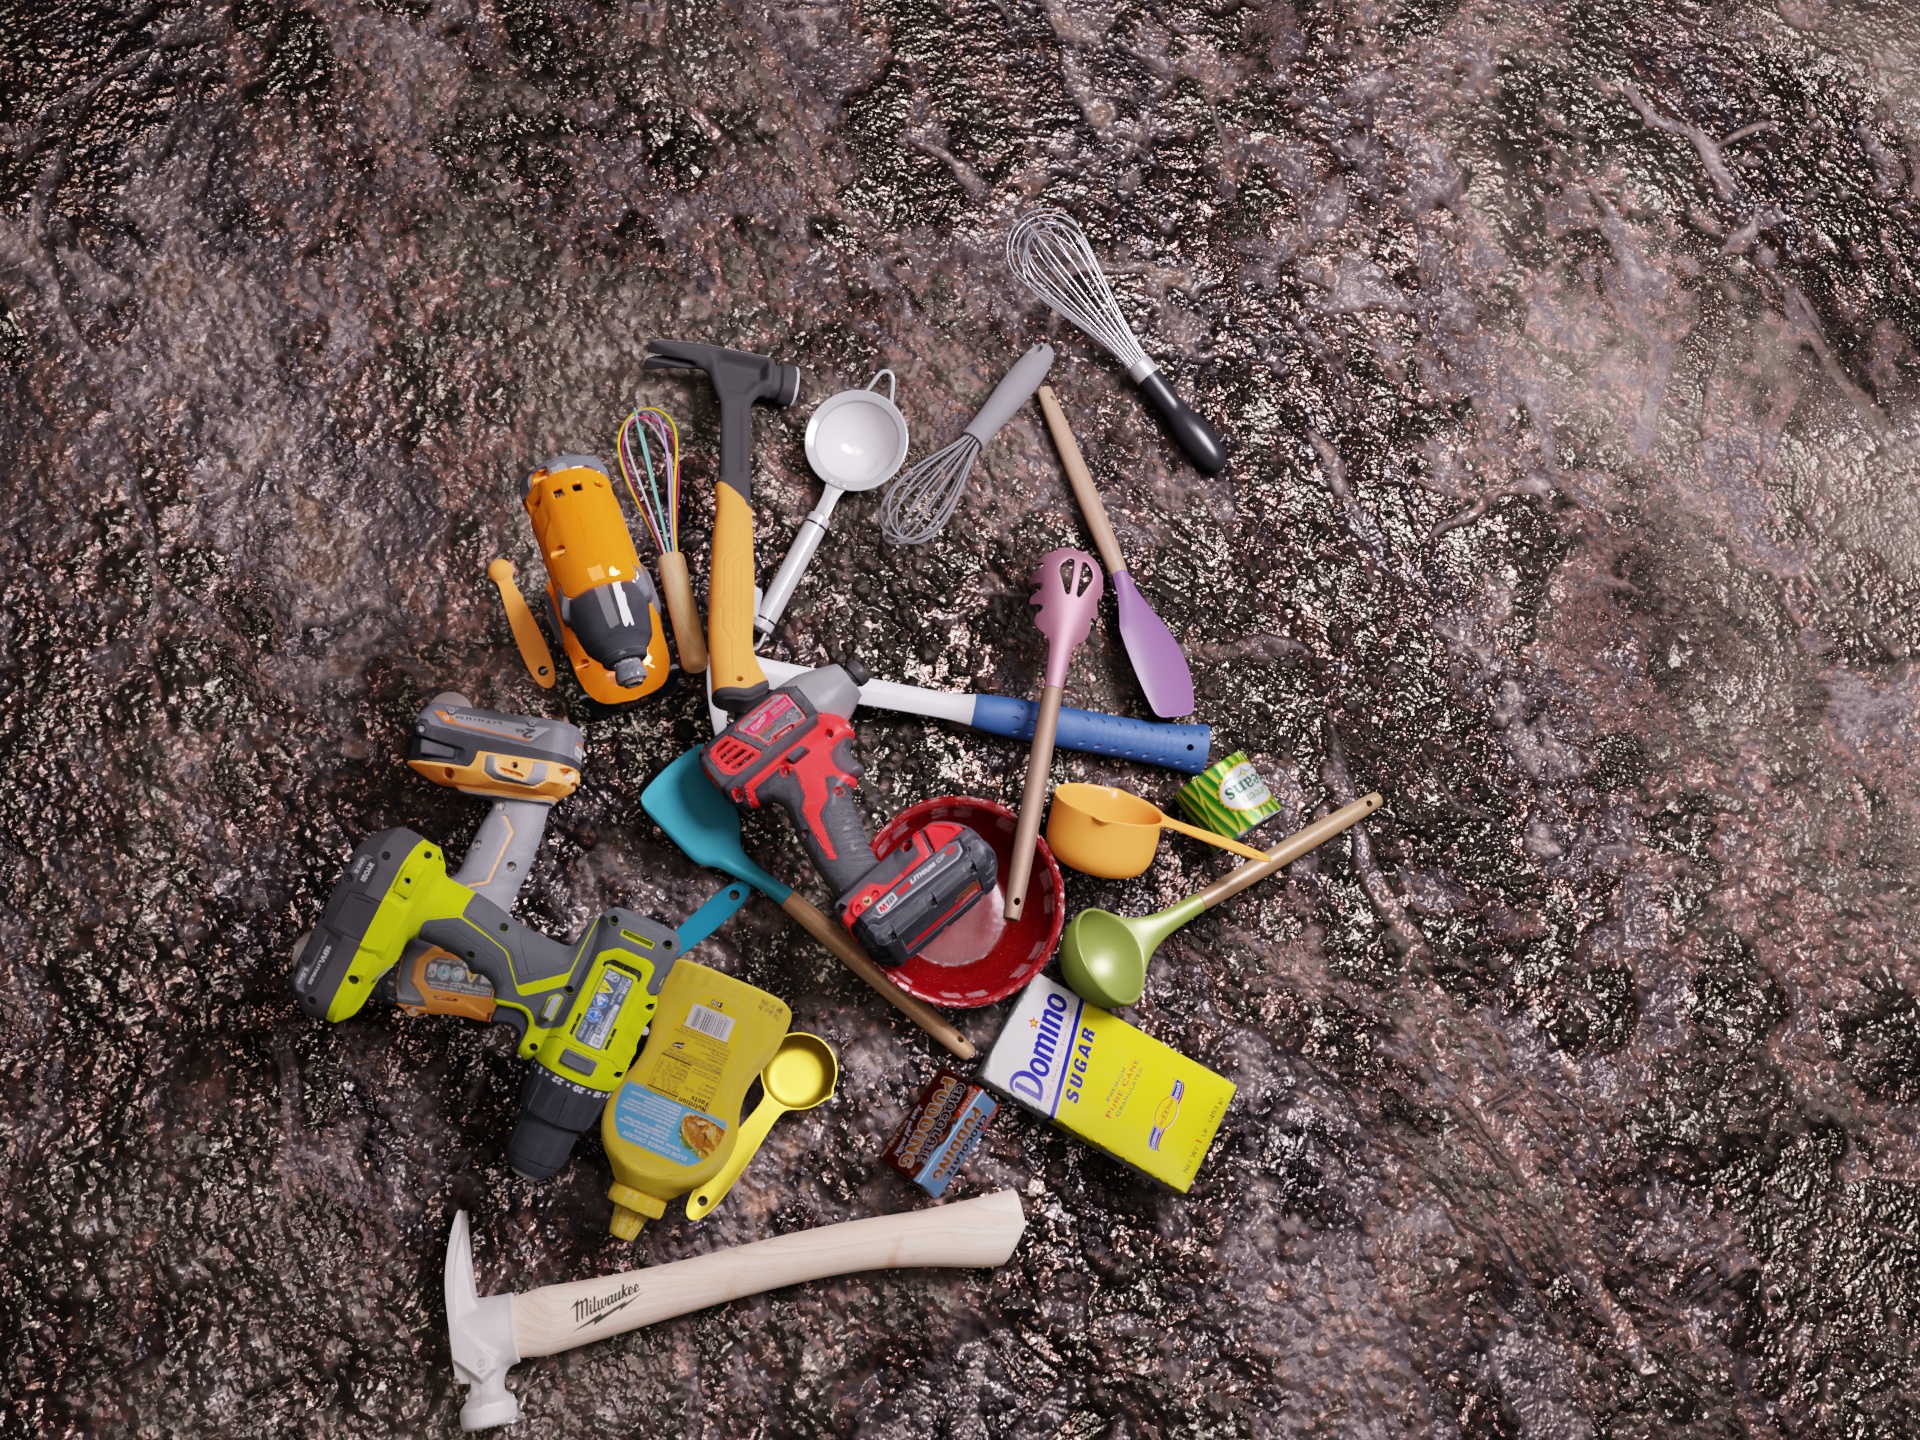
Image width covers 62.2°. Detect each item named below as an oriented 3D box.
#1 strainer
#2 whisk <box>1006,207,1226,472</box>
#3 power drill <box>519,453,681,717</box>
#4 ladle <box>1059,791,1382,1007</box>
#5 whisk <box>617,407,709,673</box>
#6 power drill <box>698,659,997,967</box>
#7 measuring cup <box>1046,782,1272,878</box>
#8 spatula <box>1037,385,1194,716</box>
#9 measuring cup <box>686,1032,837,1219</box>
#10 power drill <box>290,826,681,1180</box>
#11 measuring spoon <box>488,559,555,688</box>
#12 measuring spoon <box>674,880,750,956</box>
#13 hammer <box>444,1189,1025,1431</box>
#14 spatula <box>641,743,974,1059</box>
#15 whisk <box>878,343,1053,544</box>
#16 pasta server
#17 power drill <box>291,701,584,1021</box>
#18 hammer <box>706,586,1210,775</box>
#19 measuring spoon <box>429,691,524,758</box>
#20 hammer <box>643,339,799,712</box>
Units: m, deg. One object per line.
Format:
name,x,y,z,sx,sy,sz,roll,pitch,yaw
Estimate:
strainer,-0.115,-0.170,1.307,0.087,0.050,0.258,25,78,8
whisk,0.139,-0.328,1.377,0.070,0.070,0.284,-37,86,-15
power drill,-0.258,-0.077,1.164,0.084,0.226,0.164,-19,77,-11
ladle,0.212,0.128,1.241,0.320,0.062,0.078,-26,82,-20
whisk,-0.233,-0.150,1.269,0.047,0.051,0.245,-9,67,-18
power drill,-0.078,0.060,1.173,0.143,0.078,0.220,-39,70,-9
measuring cup,0.149,0.100,1.228,0.173,0.095,0.052,18,105,9
spatula,0.125,-0.145,1.328,0.059,0.018,0.316,-7,68,-37
measuring cup,-0.150,0.299,1.167,0.062,0.029,0.156,36,69,5
power drill,-0.331,0.192,1.097,0.228,0.080,0.190,26,85,-5
measuring spoon,-0.349,-0.078,1.266,0.021,0.011,0.117,-23,78,-12
measuring spoon,-0.210,0.164,1.208,0.128,0.021,0.042,-41,82,-16
hammer,-0.157,0.387,1.145,0.410,0.038,0.146,-9,74,-10
spatula,-0.109,0.148,1.213,0.317,0.044,0.082,40,43,3
whisk,0.009,-0.235,1.339,0.055,0.055,0.239,36,68,4
pasta server,0.066,0.003,1.237,0.060,0.040,0.316,14,71,-7
power drill,-0.380,0.105,1.174,0.185,0.084,0.226,8,81,-4
hammer,-0.002,-0.004,1.268,0.405,0.035,0.144,10,83,-6
measuring spoon,-0.360,0.017,1.234,0.124,0.018,0.034,33,73,2
hammer,-0.185,-0.157,1.241,0.127,0.034,0.337,7,58,-21
